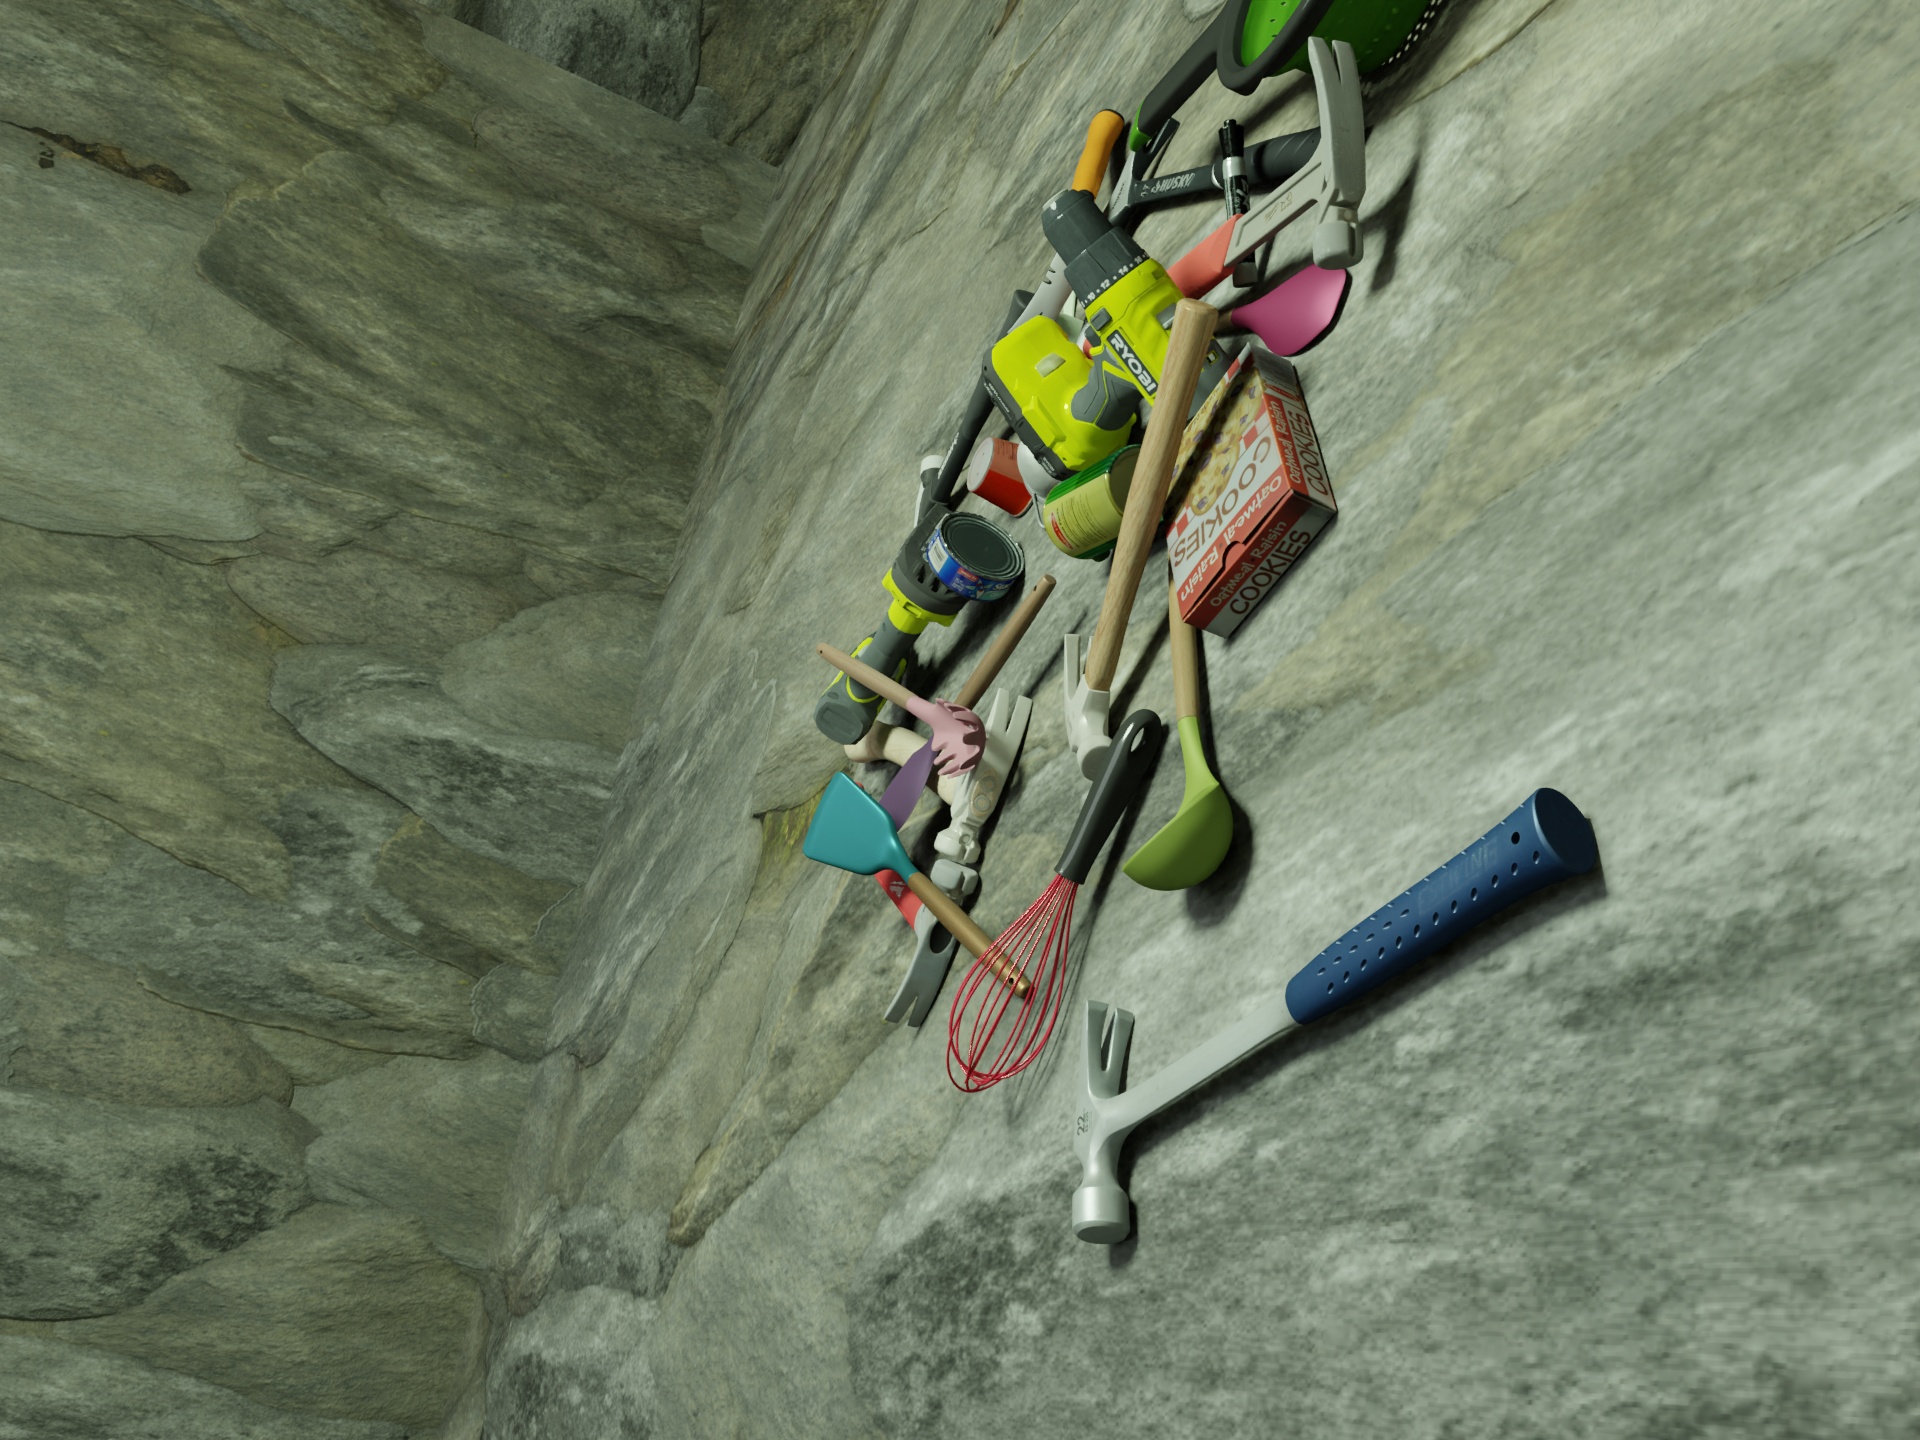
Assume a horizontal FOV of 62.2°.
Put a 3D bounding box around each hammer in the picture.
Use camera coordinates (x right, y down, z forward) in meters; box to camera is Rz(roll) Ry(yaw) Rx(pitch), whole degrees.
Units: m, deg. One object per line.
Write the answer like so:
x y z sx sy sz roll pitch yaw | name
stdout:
0.170 0.147 0.840 0.405 0.035 0.144 -49 29 46 | hammer
0.111 -0.476 1.473 0.127 0.034 0.337 -57 12 43 | hammer
0.181 -0.344 1.170 0.359 0.036 0.149 160 109 -68 | hammer
0.123 -0.130 1.118 0.130 0.031 0.331 -103 24 -64 | hammer
-0.038 0.024 1.499 0.146 0.038 0.411 -69 20 0 | hammer
0.014 -0.298 1.587 0.334 0.035 0.146 121 158 -53 | hammer
-0.074 0.146 1.479 0.143 0.038 0.386 -70 20 7 | hammer
0.208 -0.445 1.287 0.149 0.036 0.409 -68 21 5 | hammer

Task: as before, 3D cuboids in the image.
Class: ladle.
0.139 -0.022 1.050 0.078 0.062 0.320 -51 25 42 | ladle

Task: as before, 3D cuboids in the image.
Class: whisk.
0.067 0.126 1.102 0.296 0.073 0.073 -64 20 3 | whisk

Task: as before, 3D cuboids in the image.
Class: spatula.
-0.034 0.139 1.271 0.318 0.044 0.082 37 105 54 | spatula
-0.002 -0.004 1.352 0.315 0.018 0.060 -56 31 34 | spatula

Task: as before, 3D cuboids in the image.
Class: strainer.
0.097 -0.297 1.392 0.087 0.050 0.258 27 101 46 | strainer

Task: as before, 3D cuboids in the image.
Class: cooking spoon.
0.198 -0.302 1.203 0.319 0.017 0.069 22 94 70 | cooking spoon

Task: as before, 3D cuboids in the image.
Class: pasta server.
-0.061 -0.022 1.392 0.316 0.040 0.060 31 120 55 | pasta server

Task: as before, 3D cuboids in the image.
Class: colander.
0.242 -0.507 1.173 0.397 0.094 0.204 159 129 -70 | colander

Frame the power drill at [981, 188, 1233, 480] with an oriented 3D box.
0.100 -0.287 1.221 0.080 0.190 0.228 -40 5 -19 | power drill

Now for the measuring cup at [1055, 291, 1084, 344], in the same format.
0.089 -0.392 1.537 0.083 0.038 0.168 -41 37 54 | measuring cup

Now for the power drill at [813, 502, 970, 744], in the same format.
-0.054 -0.097 1.553 0.223 0.080 0.171 -54 4 39 | power drill
